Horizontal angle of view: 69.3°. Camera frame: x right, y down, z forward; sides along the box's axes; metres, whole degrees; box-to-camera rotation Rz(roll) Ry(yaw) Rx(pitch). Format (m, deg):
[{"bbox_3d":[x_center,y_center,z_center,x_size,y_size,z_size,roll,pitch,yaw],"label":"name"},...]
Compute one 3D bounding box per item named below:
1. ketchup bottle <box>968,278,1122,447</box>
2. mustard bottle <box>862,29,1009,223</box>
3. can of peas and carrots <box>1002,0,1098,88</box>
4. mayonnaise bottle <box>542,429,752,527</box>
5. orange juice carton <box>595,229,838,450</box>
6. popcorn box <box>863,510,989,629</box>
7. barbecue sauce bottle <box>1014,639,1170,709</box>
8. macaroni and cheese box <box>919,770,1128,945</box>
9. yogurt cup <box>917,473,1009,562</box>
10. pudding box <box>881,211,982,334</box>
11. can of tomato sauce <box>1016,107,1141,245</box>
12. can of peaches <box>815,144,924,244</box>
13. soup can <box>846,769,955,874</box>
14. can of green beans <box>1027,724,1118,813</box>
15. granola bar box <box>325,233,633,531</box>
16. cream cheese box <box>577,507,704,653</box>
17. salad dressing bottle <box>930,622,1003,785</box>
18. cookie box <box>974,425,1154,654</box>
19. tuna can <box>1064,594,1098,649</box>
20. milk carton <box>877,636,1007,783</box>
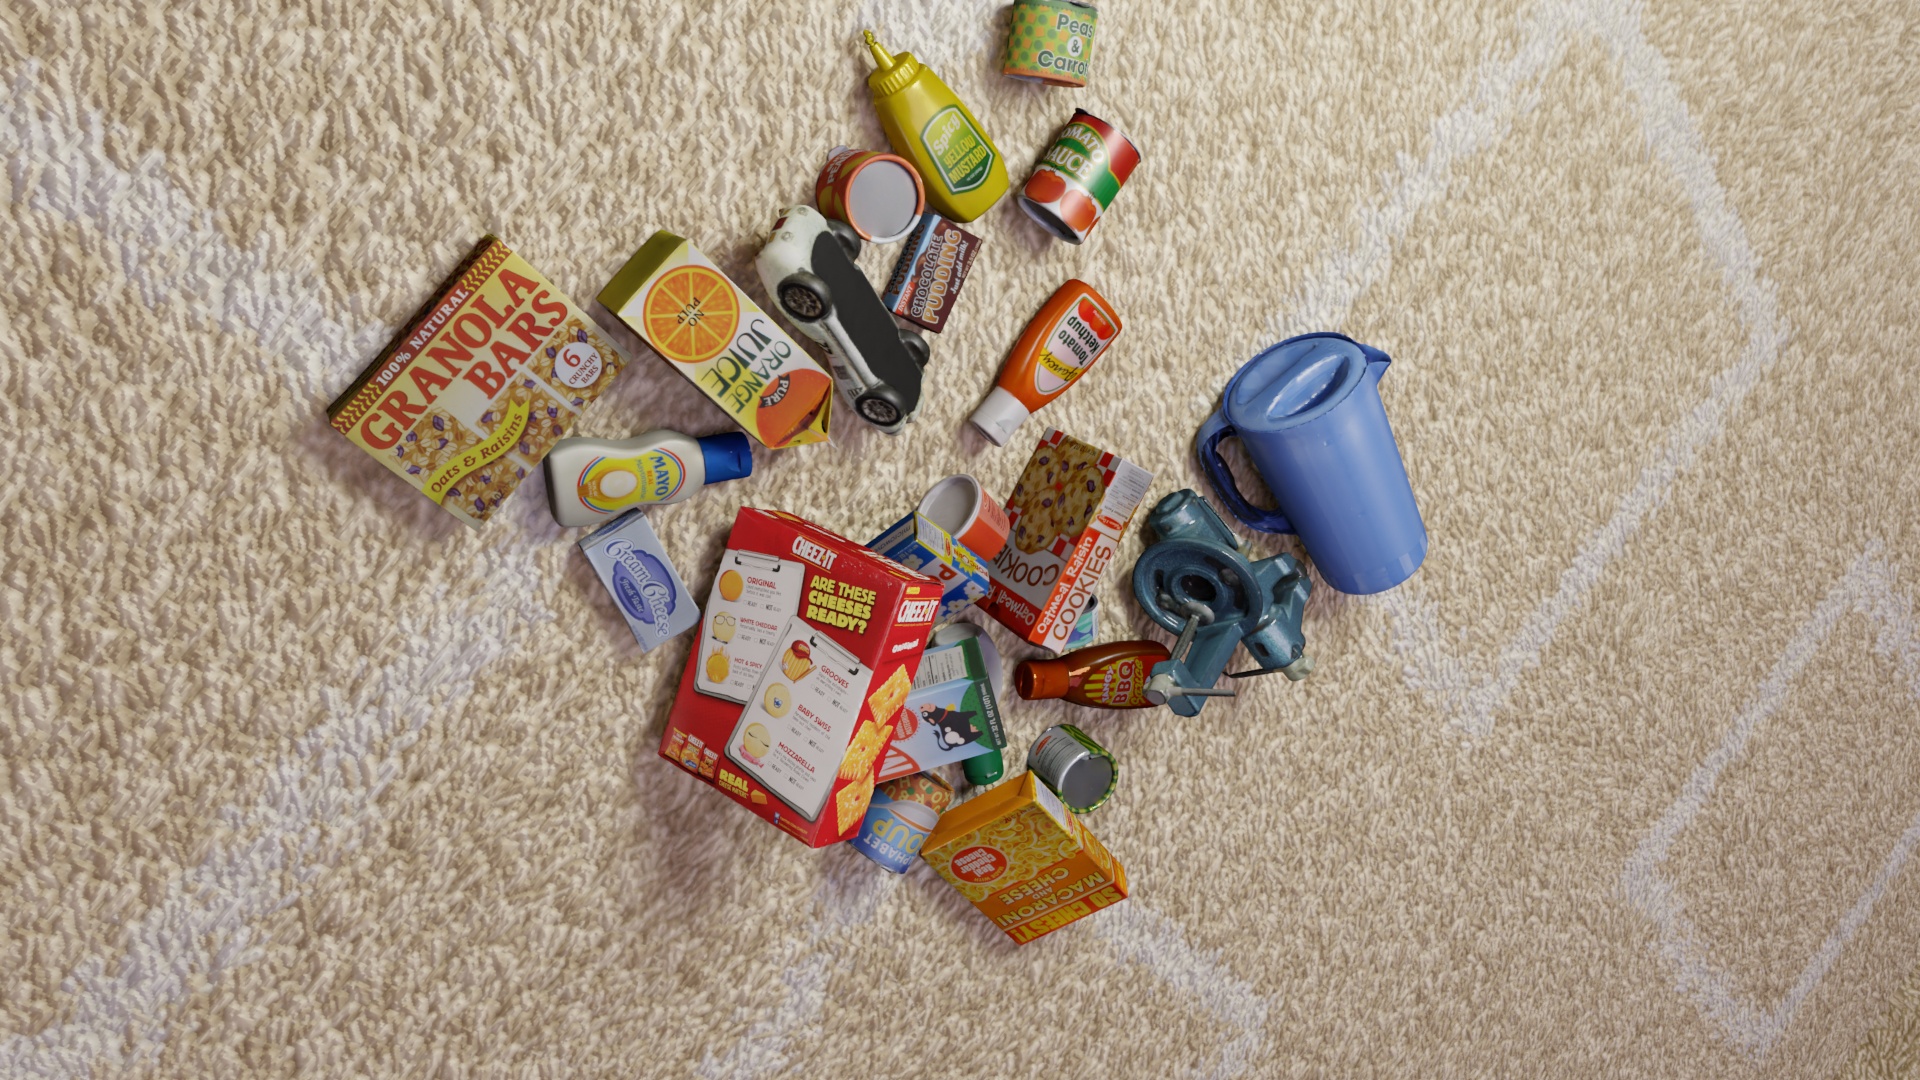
[{"bbox_3d":[0.067,-0.145,1.160,0.149,0.043,0.064,-50,122,-5],"label":"ketchup bottle"},{"bbox_3d":[-0.027,-0.315,1.048,0.065,0.049,0.160,-47,122,-10],"label":"mustard bottle"},{"bbox_3d":[0.070,-0.382,1.065,0.071,0.071,0.058,1,107,-29],"label":"can of peas and carrots"},{"bbox_3d":[-0.230,-0.053,1.031,0.148,0.041,0.064,-12,112,-24],"label":"mayonnaise bottle"},{"bbox_3d":[-0.166,-0.134,1.021,0.073,0.072,0.192,-50,122,-4],"label":"orange juice carton"},{"bbox_3d":[-0.051,0.039,1.122,0.126,0.038,0.085,-34,128,28],"label":"popcorn box"},{"bbox_3d":[0.122,0.125,1.278,0.149,0.044,0.064,0,107,-28],"label":"barbecue sauce bottle"},{"bbox_3d":[0.059,0.293,1.272,0.123,0.040,0.166,-30,124,18],"label":"macaroni and cheese box"},{"bbox_3d":[0.004,-0.015,1.158,0.054,0.072,0.072,37,87,-40],"label":"yogurt cup"},{"bbox_3d":[-0.024,-0.211,1.096,0.049,0.030,0.083,22,95,-31],"label":"pudding box"},{"bbox_3d":[0.093,-0.290,1.110,0.071,0.071,0.083,36,89,-32],"label":"can of tomato sauce"},{"bbox_3d":[-0.069,-0.260,1.039,0.071,0.058,0.071,-10,111,-25],"label":"can of peaches"},{"bbox_3d":[-0.052,0.237,1.205,0.071,0.071,0.084,33,89,-32],"label":"soup can"},{"bbox_3d":[0.105,0.212,1.289,0.071,0.058,0.071,-9,111,-25],"label":"can of green beans"},{"bbox_3d":[-0.330,-0.109,0.960,0.165,0.039,0.124,-50,122,-5],"label":"granola bar box"},{"bbox_3d":[-0.244,0.031,1.061,0.053,0.024,0.103,-32,119,-16],"label":"cream cheese box"},{"bbox_3d":[0.010,0.146,1.226,0.064,0.044,0.147,-19,116,-20],"label":"salad dressing bottle"},{"bbox_3d":[0.077,-0.003,1.164,0.040,0.123,0.167,26,93,-31],"label":"cookie box"},{"bbox_3d":[0.087,0.069,1.228,0.071,0.071,0.032,-13,113,-24],"label":"tuna can"},{"bbox_3d":[-0.065,0.150,1.150,0.191,0.074,0.072,-15,116,0],"label":"milk carton"}]
